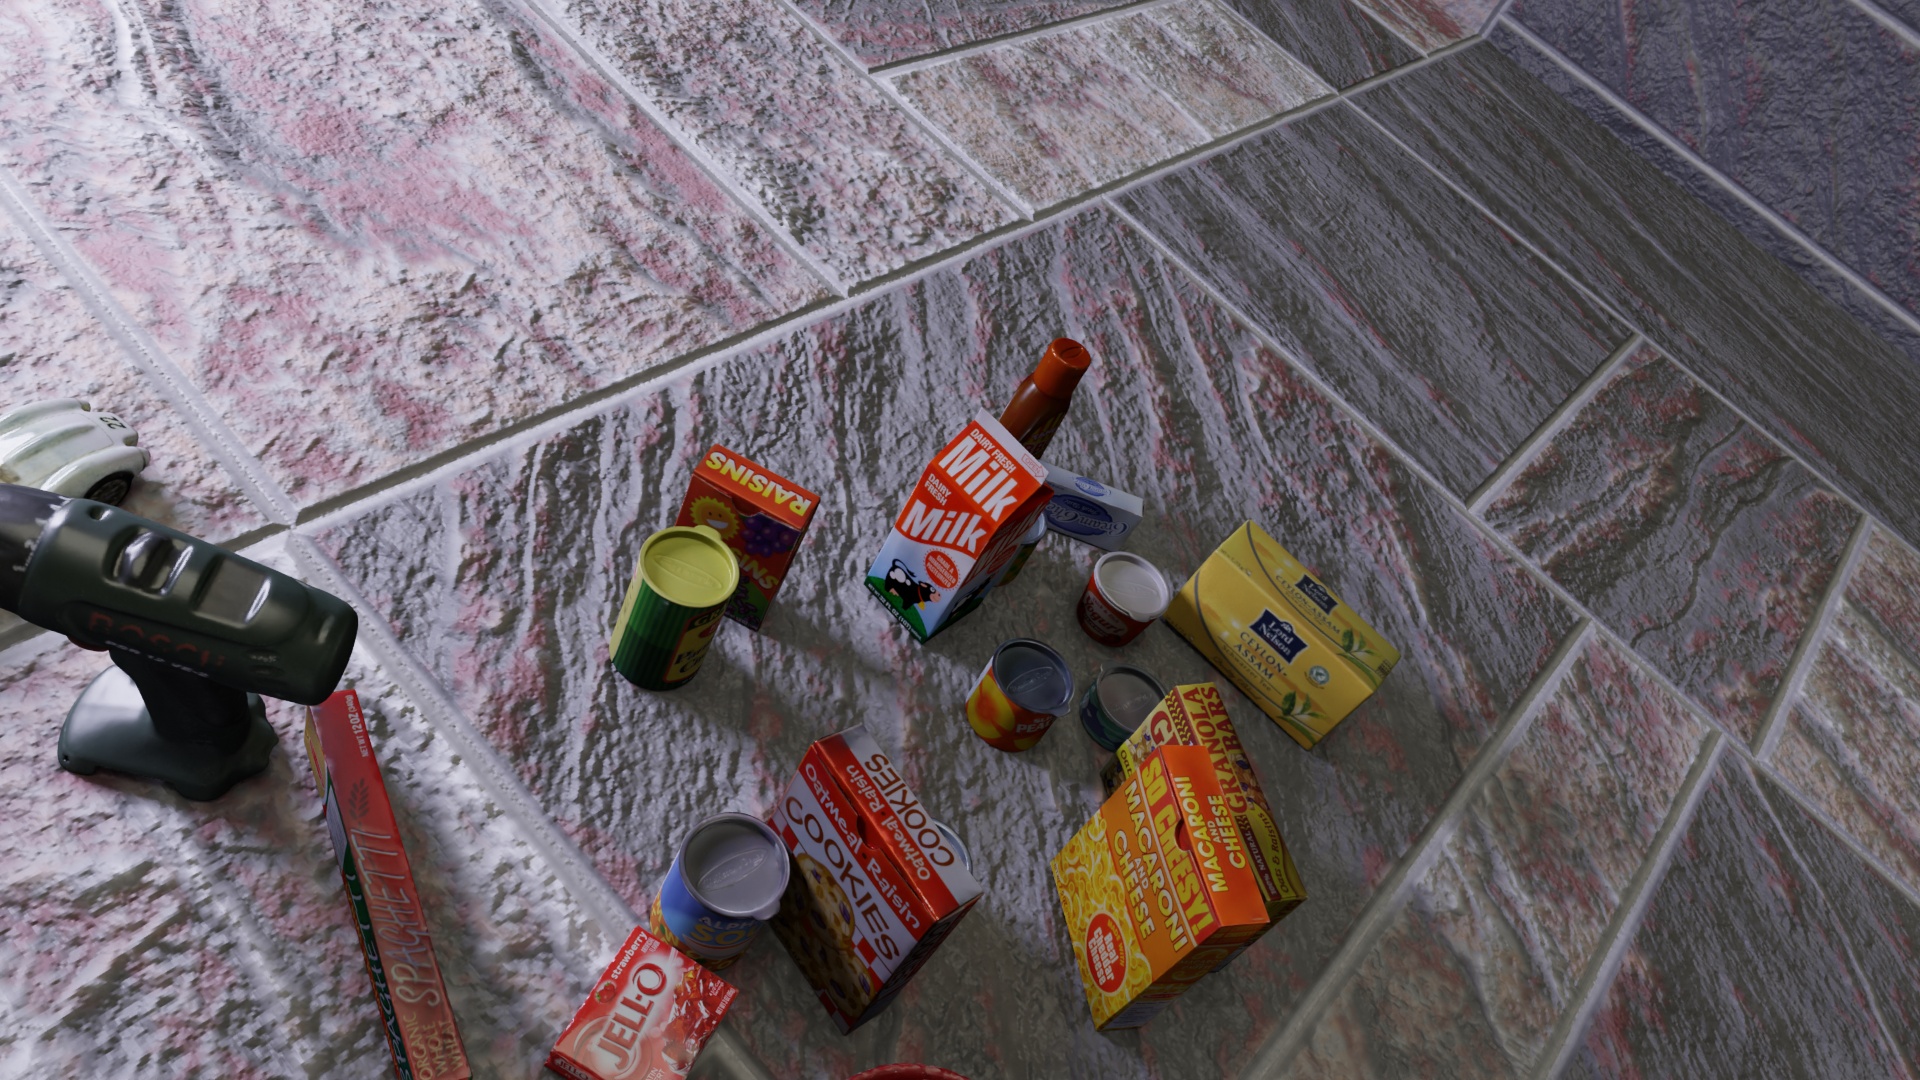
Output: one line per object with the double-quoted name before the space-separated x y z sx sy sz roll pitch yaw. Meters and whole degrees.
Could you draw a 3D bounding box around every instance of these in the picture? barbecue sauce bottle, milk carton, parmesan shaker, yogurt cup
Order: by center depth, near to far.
"parmesan shaker" -0.194 0.046 0.943 0.071 0.102 0.072 15 46 -16
"milk carton" 0.004 -0.013 1.037 0.072 0.189 0.074 45 46 14
"yogurt cup" 0.131 0.051 1.144 0.072 0.053 0.073 15 46 -16
"barbecue sauce bottle" 0.063 -0.108 1.183 0.065 0.147 0.044 -26 67 -41

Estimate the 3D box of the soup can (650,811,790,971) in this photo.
"soup can" -0.144 0.215 0.833 0.071 0.083 0.072 15 46 -16

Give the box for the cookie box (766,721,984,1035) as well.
"cookie box" -0.065 0.204 0.824 0.040 0.166 0.123 -22 64 -39

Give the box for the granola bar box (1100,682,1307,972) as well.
"granola bar box" 0.165 0.203 0.976 0.039 0.123 0.166 1 51 -27

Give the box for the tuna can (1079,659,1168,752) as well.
"tuna can" 0.127 0.130 1.086 0.071 0.032 0.071 15 46 -16

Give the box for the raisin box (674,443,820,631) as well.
"raisin box" -0.160 0.000 0.988 0.086 0.122 0.040 28 44 -2

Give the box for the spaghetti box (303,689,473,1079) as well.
"spaghetti box" -0.324 0.199 0.777 0.029 0.050 0.251 -10 57 -34

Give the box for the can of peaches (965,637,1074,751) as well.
"can of peaches" 0.045 0.118 1.036 0.071 0.057 0.071 15 46 -16

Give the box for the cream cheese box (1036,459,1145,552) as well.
"cream cheese box" 0.101 -0.029 1.199 0.104 0.053 0.024 20 45 -11

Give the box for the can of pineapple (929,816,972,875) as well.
"can of pineapple" -0.034 0.220 0.904 0.071 0.057 0.071 15 46 -16

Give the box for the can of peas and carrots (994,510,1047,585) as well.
"can of peas and carrots" 0.031 -0.007 1.139 0.071 0.058 0.071 15 46 -16

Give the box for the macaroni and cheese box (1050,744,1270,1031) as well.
"macaroni and cheese box" 0.123 0.227 0.902 0.040 0.165 0.124 4 50 -25
